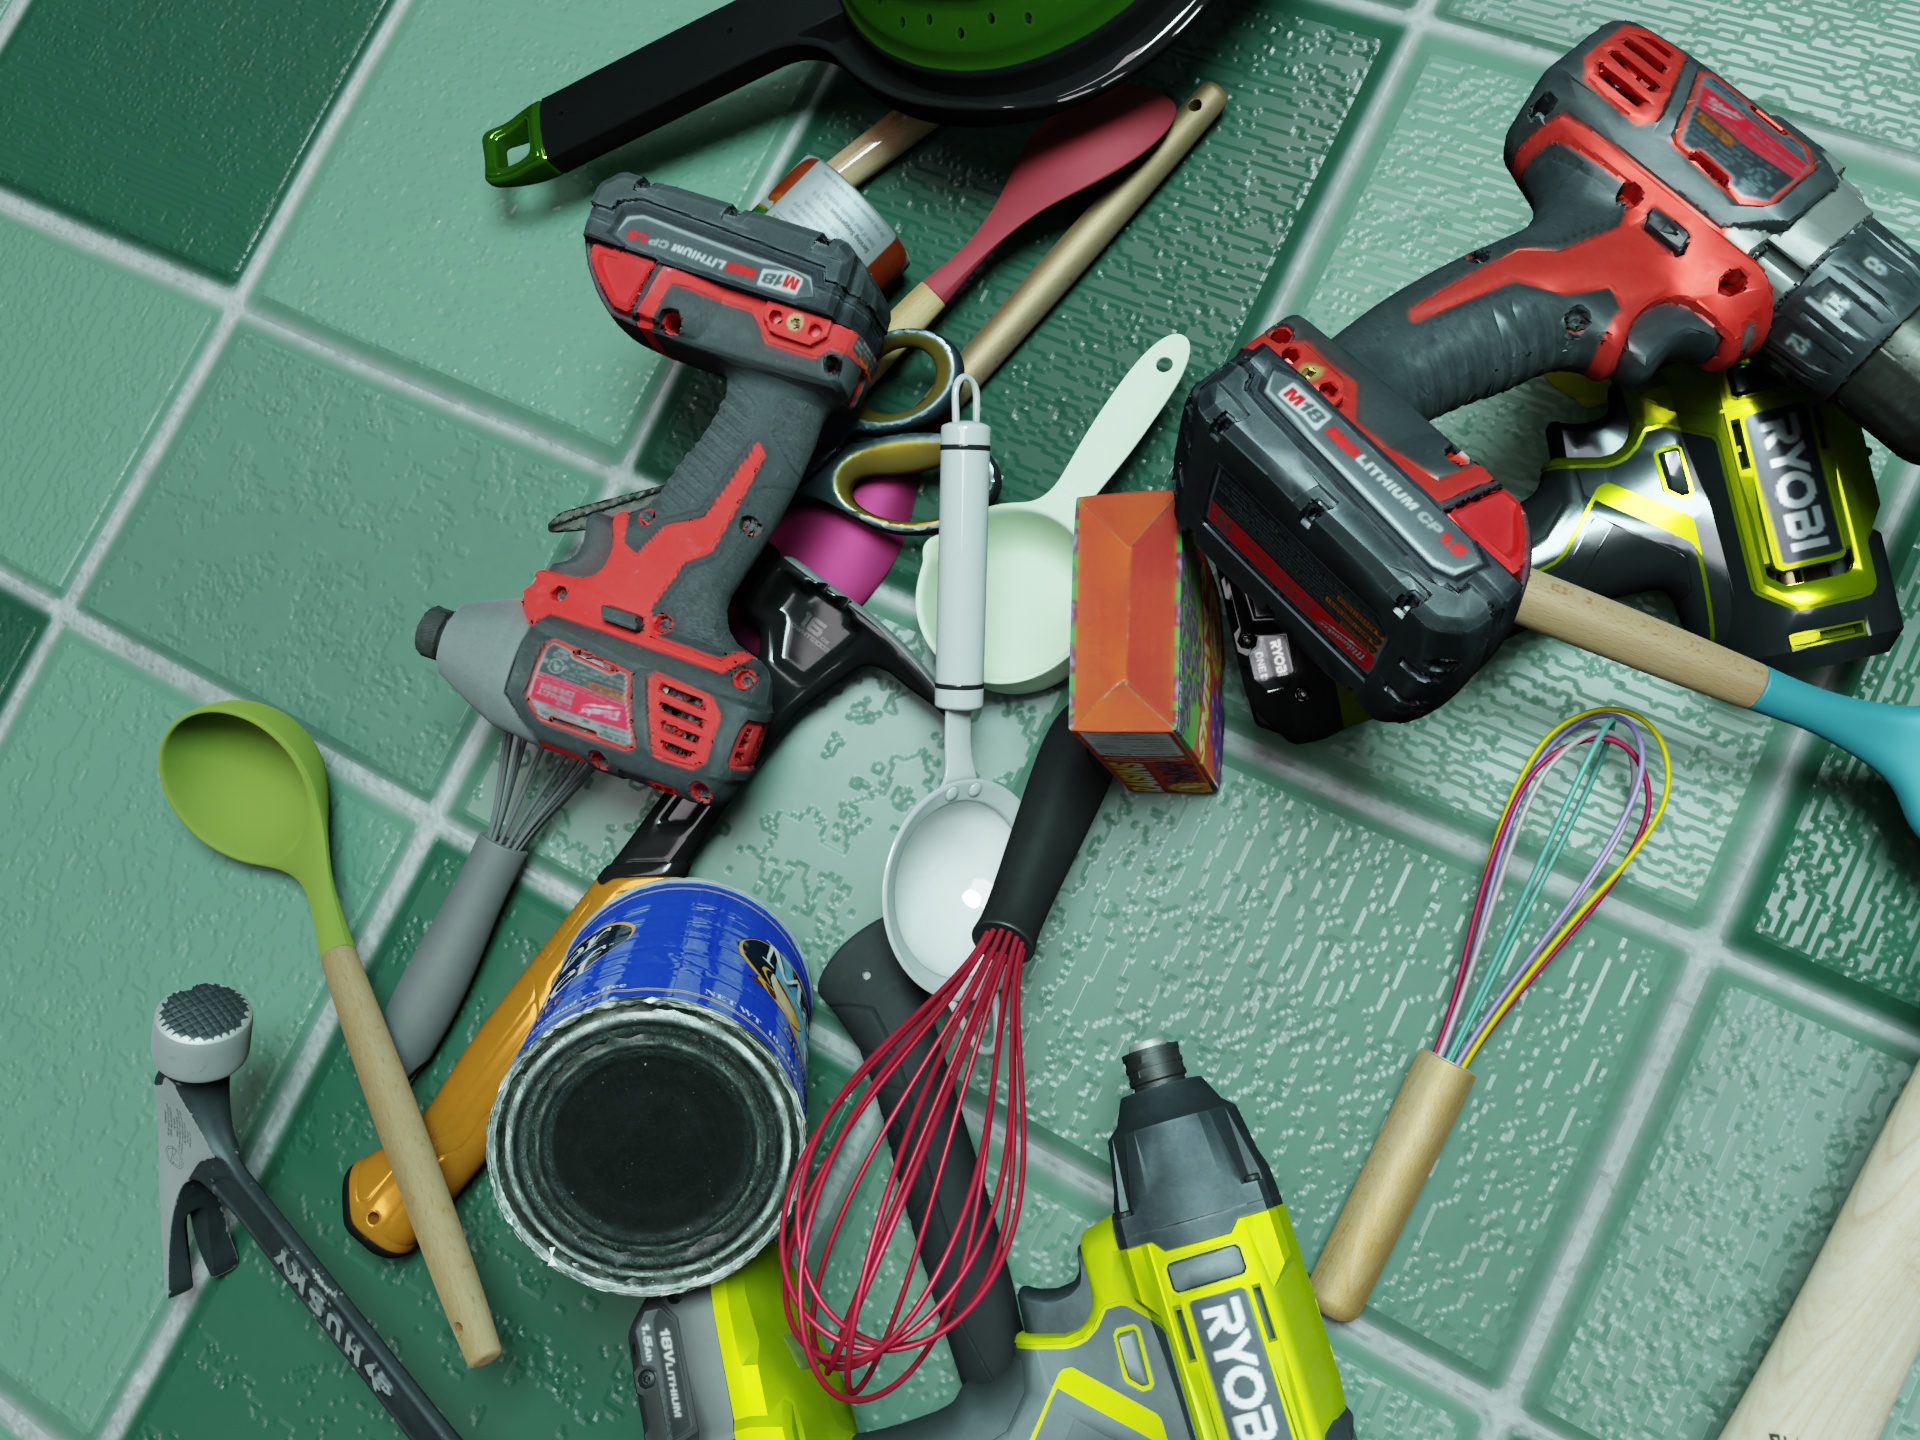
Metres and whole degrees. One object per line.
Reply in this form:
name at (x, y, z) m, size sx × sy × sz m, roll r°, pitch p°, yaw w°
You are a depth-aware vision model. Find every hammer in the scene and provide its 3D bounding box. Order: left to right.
hammer at (-0.185, 0.272, 0.573) m, size 0.409 × 0.036 × 0.149 m, roll 36°, pitch 123°, yaw 28°
hammer at (-0.140, 0.088, 0.666) m, size 0.127 × 0.034 × 0.337 m, roll 37°, pitch 91°, yaw 12°
hammer at (0.017, 0.233, 0.593) m, size 0.146 × 0.035 × 0.335 m, roll -21°, pitch 72°, yaw 10°
hammer at (0.284, 0.154, 0.495) m, size 0.146 × 0.038 × 0.410 m, roll 27°, pitch 97°, yaw 20°

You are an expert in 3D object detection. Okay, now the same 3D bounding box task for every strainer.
strainer at (-0.001, -0.002, 0.613) m, size 0.050 × 0.086 × 0.258 m, roll 9°, pitch 101°, yaw 47°

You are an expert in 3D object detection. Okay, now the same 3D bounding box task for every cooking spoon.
cooking spoon at (0.006, -0.156, 0.696) m, size 0.069 × 0.017 × 0.319 m, roll 42°, pitch 91°, yaw 20°

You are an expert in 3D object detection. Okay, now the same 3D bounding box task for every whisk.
whisk at (-0.198, 0.055, 0.687) m, size 0.055 × 0.055 × 0.239 m, roll 26°, pitch 89°, yaw 19°
whisk at (0.009, 0.093, 0.552) m, size 0.073 × 0.073 × 0.296 m, roll 10°, pitch 45°, yaw 17°
whisk at (0.189, 0.105, 0.574) m, size 0.047 × 0.051 × 0.245 m, roll 26°, pitch 88°, yaw 13°

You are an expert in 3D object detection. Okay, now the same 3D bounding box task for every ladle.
ladle at (-0.261, 0.119, 0.657) m, size 0.078 × 0.062 × 0.320 m, roll -49°, pitch 57°, yaw 27°
ladle at (-0.030, -0.169, 0.701) m, size 0.315 × 0.031 × 0.069 m, roll -45°, pitch 36°, yaw 6°

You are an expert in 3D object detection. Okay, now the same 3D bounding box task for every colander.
colander at (-0.059, -0.328, 0.658) m, size 0.397 × 0.094 × 0.205 m, roll -17°, pitch 69°, yaw 19°

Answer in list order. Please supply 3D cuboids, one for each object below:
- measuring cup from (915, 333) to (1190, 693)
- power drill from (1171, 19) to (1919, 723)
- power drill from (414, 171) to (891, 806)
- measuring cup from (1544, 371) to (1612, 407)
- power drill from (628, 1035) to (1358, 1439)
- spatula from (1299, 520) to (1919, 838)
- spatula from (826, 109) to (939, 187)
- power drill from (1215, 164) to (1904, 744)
measuring cup at (0.048, -0.085, 0.659) m, size 0.083 × 0.038 × 0.167 m, roll 33°, pitch 85°, yaw 19°
power drill at (0.200, -0.098, 0.494) m, size 0.227 × 0.080 × 0.188 m, roll -39°, pitch 74°, yaw -11°
power drill at (-0.121, -0.089, 0.627) m, size 0.143 × 0.078 × 0.219 m, roll 19°, pitch 90°, yaw 6°
measuring cup at (0.299, -0.144, 0.607) m, size 0.156 × 0.029 × 0.062 m, roll 15°, pitch 82°, yaw 20°
power drill at (0.010, 0.217, 0.543) m, size 0.223 × 0.080 × 0.171 m, roll -19°, pitch 71°, yaw 8°
spatula at (0.241, -0.021, 0.521) m, size 0.317 × 0.044 × 0.082 m, roll 22°, pitch 100°, yaw 4°
spatula at (0.027, -0.309, 0.727) m, size 0.316 × 0.018 × 0.060 m, roll -36°, pitch 69°, yaw 4°
power drill at (0.205, -0.094, 0.584) m, size 0.228 × 0.080 × 0.190 m, roll -13°, pitch 88°, yaw 11°
